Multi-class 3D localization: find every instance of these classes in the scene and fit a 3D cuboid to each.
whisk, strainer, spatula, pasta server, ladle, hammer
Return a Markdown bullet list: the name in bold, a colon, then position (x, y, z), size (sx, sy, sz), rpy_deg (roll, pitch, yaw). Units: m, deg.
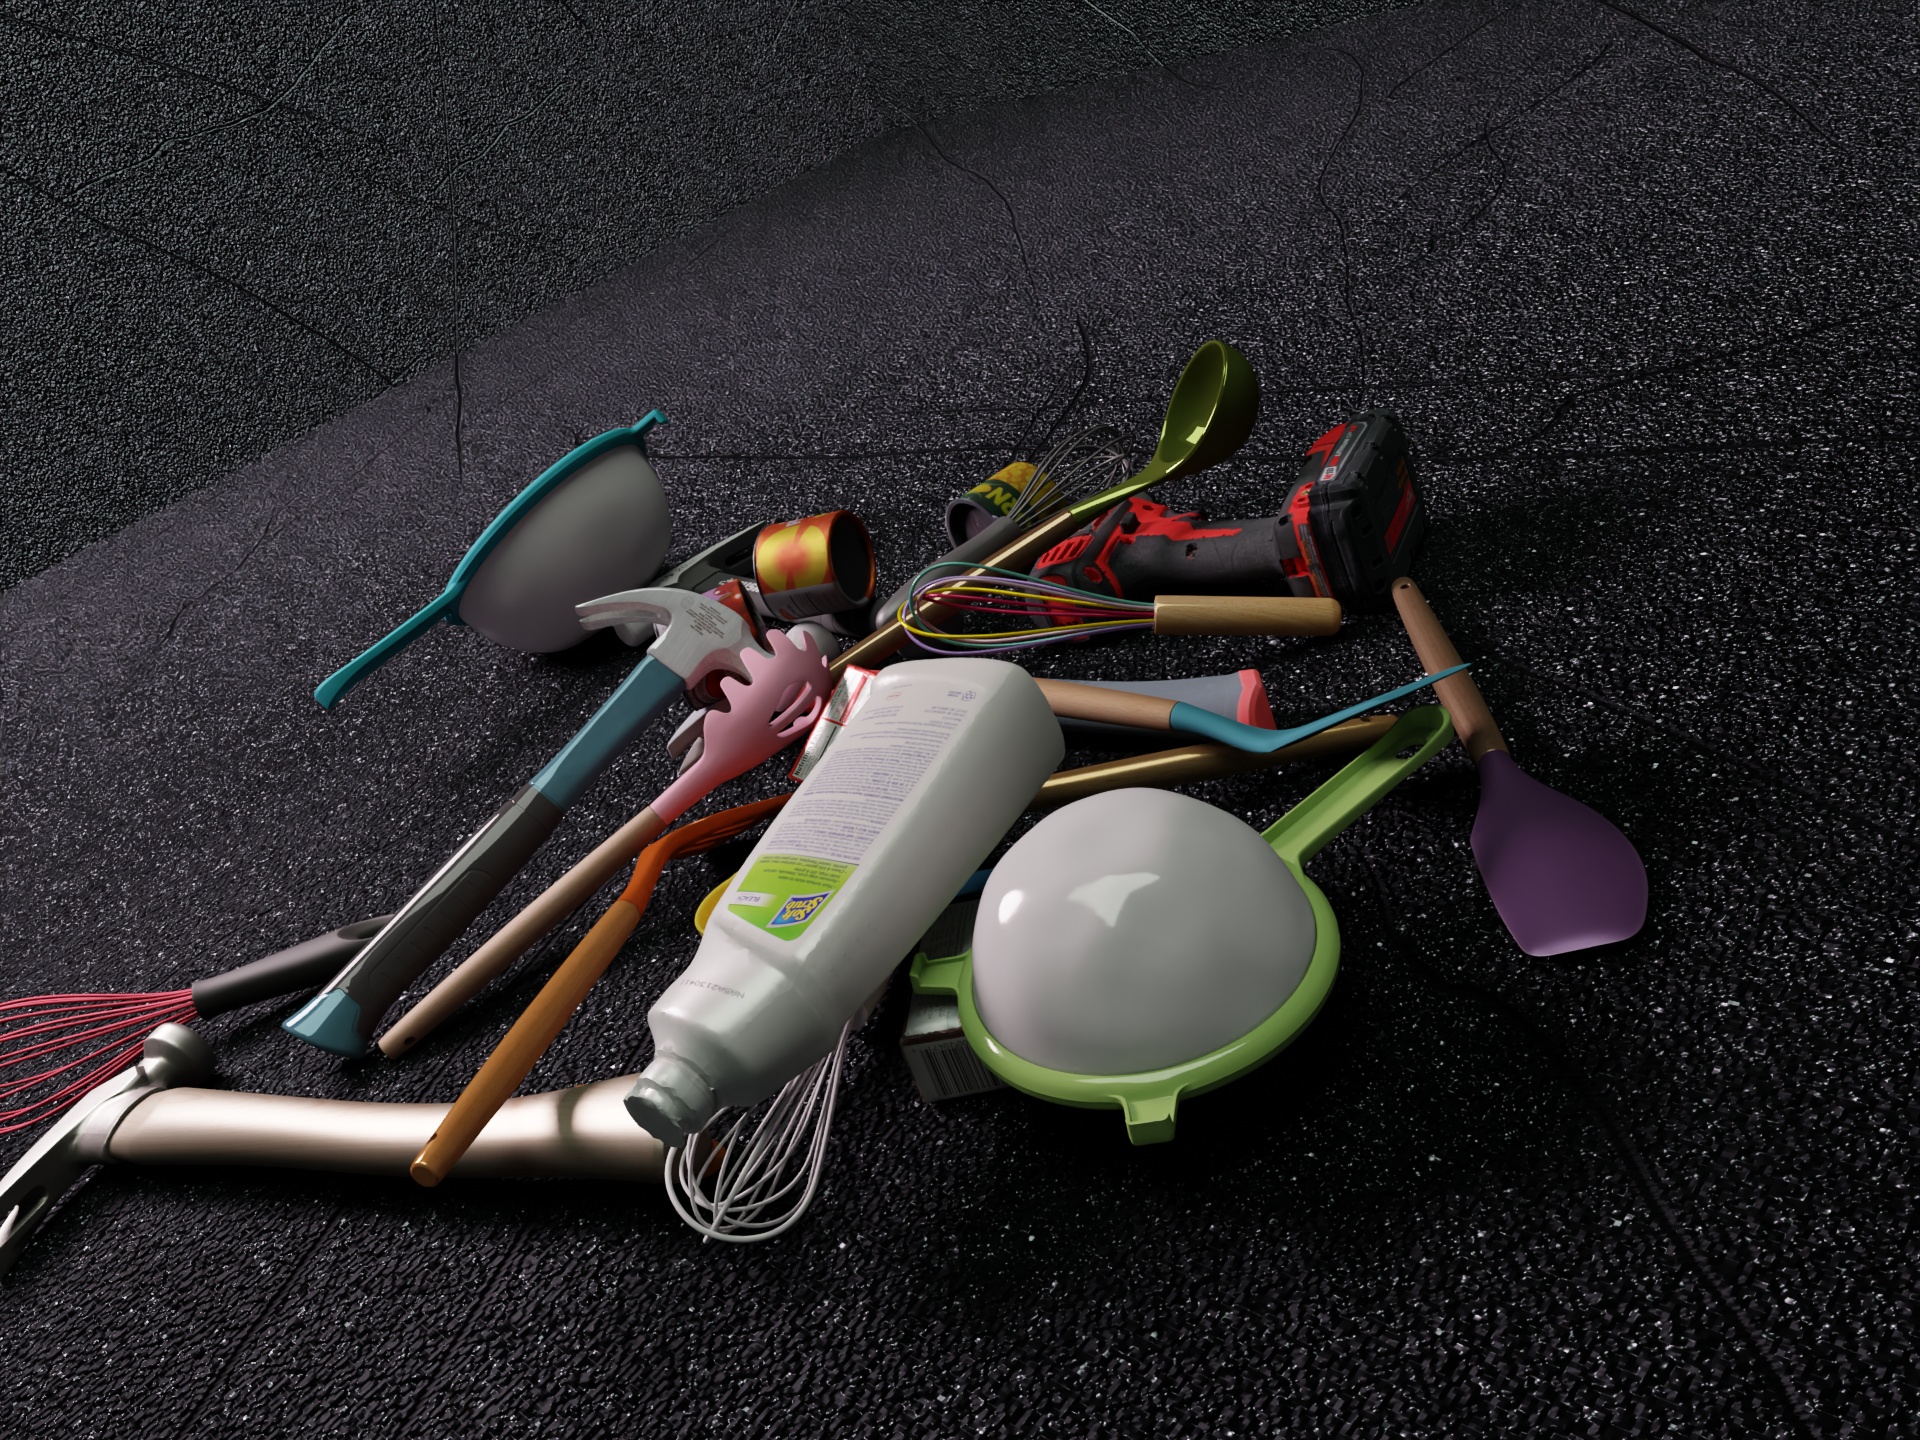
- **whisk**: position (-0.455, 0.168, 0.913), size (0.296, 0.073, 0.073), rpy_deg (-19, 26, -8)
- **strainer**: position (0.104, 0.044, 0.626), size (0.256, 0.069, 0.152), rpy_deg (-34, 32, -23)
- **whisk**: position (0.086, -0.062, 0.885), size (0.245, 0.051, 0.047), rpy_deg (1, 7, 6)
- **strainer**: position (-0.331, -0.087, 1.213), size (0.340, 0.095, 0.211), rpy_deg (-48, 2, -40)
- **spatula**: position (0.087, -0.016, 0.786), size (0.318, 0.044, 0.082), rpy_deg (9, 18, 40)
- **pasta server**: position (-0.188, 0.067, 0.865), size (0.316, 0.060, 0.040), rpy_deg (-42, 37, -10)
- **ladle**: position (0.038, -0.113, 0.933), size (0.320, 0.062, 0.078), rpy_deg (-33, 21, 2)
- **hammer**: position (-0.291, 0.200, 0.737), size (0.411, 0.038, 0.146), rpy_deg (-8, 31, 30)
- **whisk**: position (-0.054, 0.132, 0.697), size (0.059, 0.057, 0.246), rpy_deg (23, 37, 9)
- **hammer**: position (-0.114, -0.086, 1.147), size (0.146, 0.035, 0.335), rpy_deg (-39, 31, -28)
- **spatula**: position (-0.163, 0.111, 0.756), size (0.081, 0.041, 0.323), rpy_deg (-29, 16, 27)
- **hammer**: position (-0.240, 0.055, 0.888), size (0.128, 0.033, 0.331), rpy_deg (37, 72, 10)
- **spatula**: position (0.241, 0.006, 0.731), size (0.060, 0.018, 0.316), rpy_deg (-15, 29, 9)
- **ladle**: position (0.057, 0.033, 0.774), size (0.315, 0.031, 0.069), rpy_deg (-11, 21, 3)
- **whisk**: position (0.032, -0.121, 1.018), size (0.239, 0.055, 0.055), rpy_deg (-40, 32, -29)
- **hammer**: position (-0.001, -0.003, 0.906), size (0.386, 0.038, 0.143), rpy_deg (4, 38, 41)

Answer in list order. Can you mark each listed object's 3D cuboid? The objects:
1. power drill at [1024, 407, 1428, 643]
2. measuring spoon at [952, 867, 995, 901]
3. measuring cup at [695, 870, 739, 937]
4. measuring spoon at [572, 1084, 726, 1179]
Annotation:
- **power drill**: position (0.156, -0.114, 0.956), size (0.220, 0.078, 0.143), rpy_deg (-7, 30, 33)
- **measuring spoon**: position (0.000, 0.084, 0.734), size (0.128, 0.021, 0.042), rpy_deg (-10, 28, -9)
- **measuring cup**: position (-0.057, 0.081, 0.806), size (0.156, 0.029, 0.062), rpy_deg (-22, 26, -7)
- **measuring spoon**: position (-0.143, 0.178, 0.704), size (0.117, 0.011, 0.021), rpy_deg (9, 40, 45)
